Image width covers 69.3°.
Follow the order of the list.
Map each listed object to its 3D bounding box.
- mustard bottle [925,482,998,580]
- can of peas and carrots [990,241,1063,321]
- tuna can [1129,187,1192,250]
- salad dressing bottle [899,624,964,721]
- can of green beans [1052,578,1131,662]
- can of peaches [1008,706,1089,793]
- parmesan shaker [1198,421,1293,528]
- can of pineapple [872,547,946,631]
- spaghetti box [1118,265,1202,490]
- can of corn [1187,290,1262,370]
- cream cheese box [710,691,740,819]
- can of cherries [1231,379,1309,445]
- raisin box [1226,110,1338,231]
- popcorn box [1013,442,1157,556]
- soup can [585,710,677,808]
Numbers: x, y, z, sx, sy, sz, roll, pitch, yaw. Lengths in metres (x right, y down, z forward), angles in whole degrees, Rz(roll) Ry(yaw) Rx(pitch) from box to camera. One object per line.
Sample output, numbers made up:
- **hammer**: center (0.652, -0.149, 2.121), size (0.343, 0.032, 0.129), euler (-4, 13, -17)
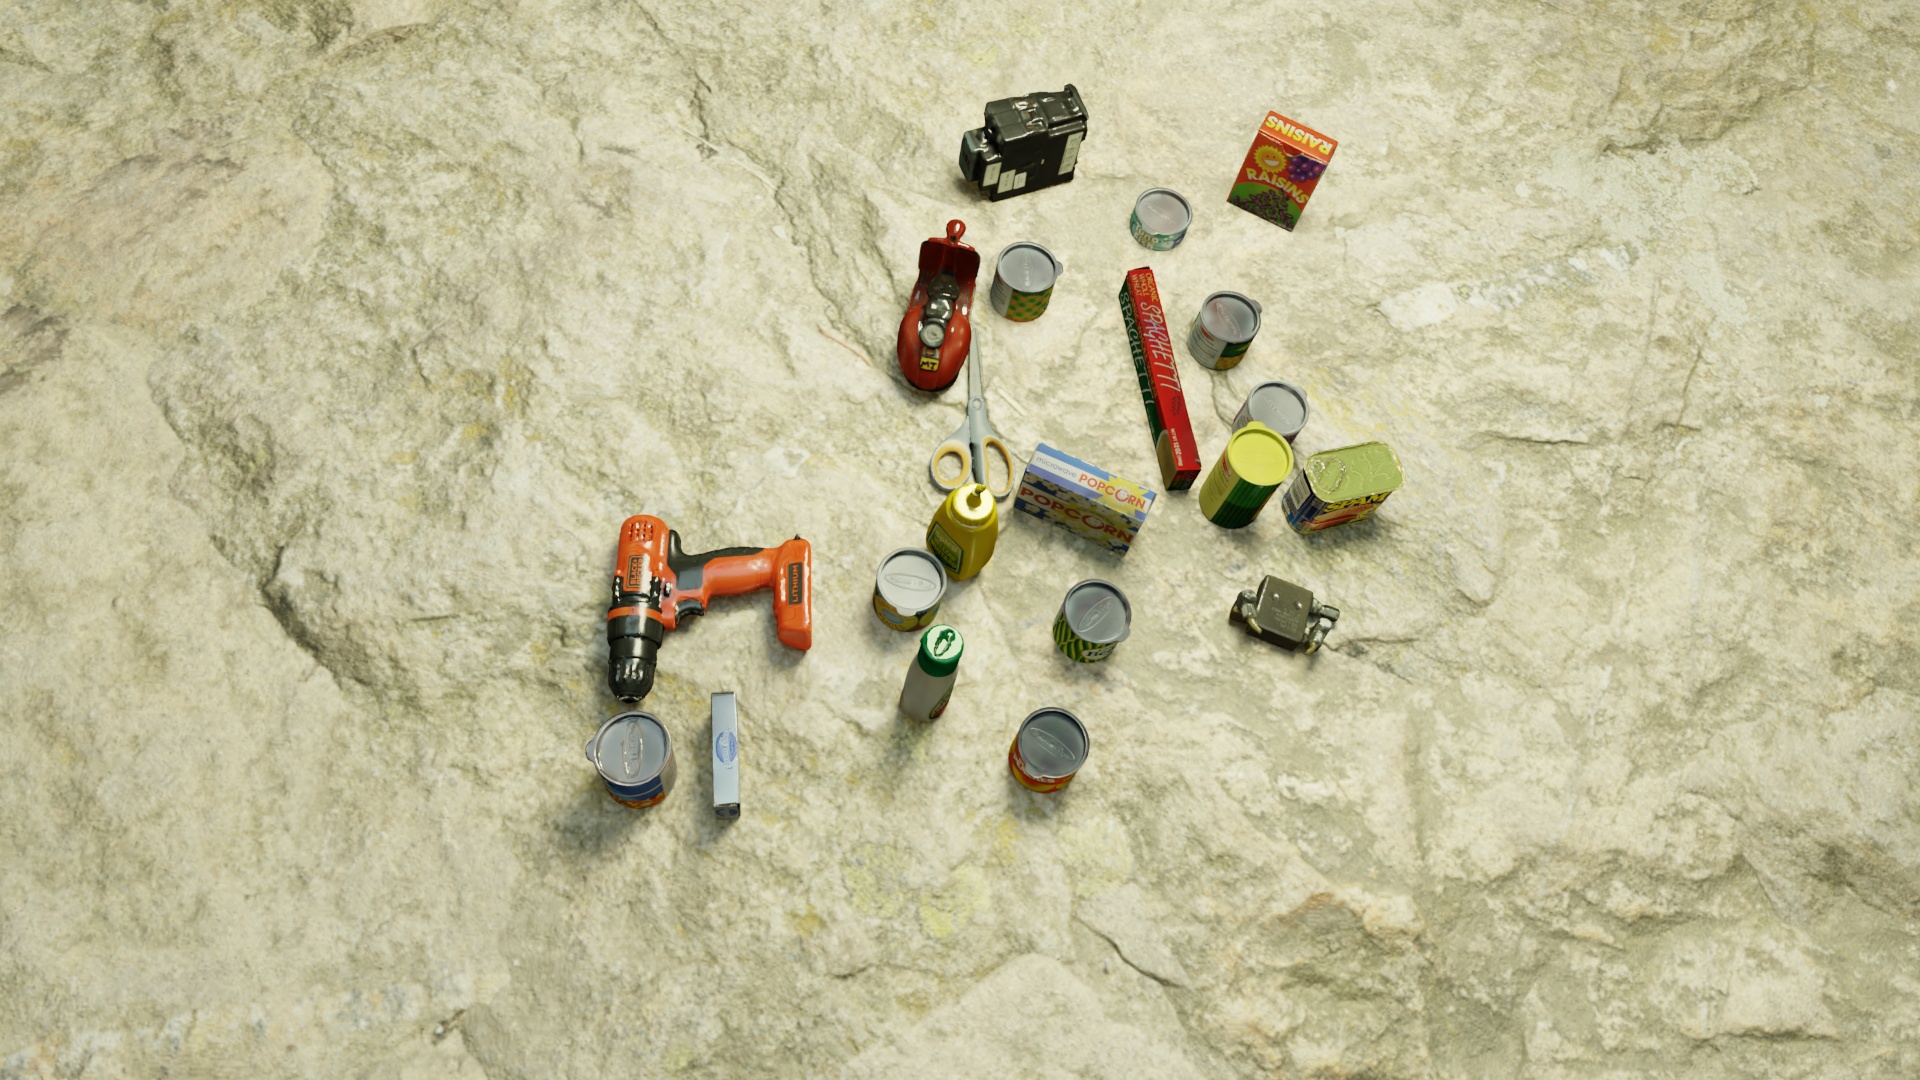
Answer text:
- **mustard bottle**: center (0.005, -0.016, 1.303), size (0.049, 0.159, 0.065), euler (-39, 76, -21)
- **can of peas and carrots**: center (0.070, -0.277, 1.491), size (0.071, 0.058, 0.071), euler (3, 65, -6)
- **tuna can**: center (0.224, -0.360, 1.565), size (0.071, 0.032, 0.071), euler (3, 65, -6)
- **salad dressing bottle**: center (-0.024, 0.118, 1.243), size (0.044, 0.147, 0.064), euler (30, 65, 6)
- **can of green beans**: center (0.125, 0.078, 1.332), size (0.071, 0.057, 0.071), euler (3, 65, -6)
- **can of peaches**: center (0.079, 0.194, 1.270), size (0.071, 0.057, 0.071), euler (3, 65, -6)
- **parmesan shaker**: center (0.285, -0.064, 1.395), size (0.071, 0.102, 0.071), euler (3, 65, -6)
- **can of pineapple**: center (-0.050, 0.049, 1.321), size (0.071, 0.057, 0.071), euler (3, 65, -6)
- **spaghetti box**: center (0.209, -0.173, 1.465), size (0.029, 0.050, 0.251), euler (-5, 66, -10)
- **can of corn**: center (0.285, -0.227, 1.496), size (0.071, 0.058, 0.071), euler (3, 65, -6)
- **cream cheese box**: center (-0.209, 0.192, 1.235), size (0.024, 0.053, 0.104), euler (-2, 65, -9)
- **can of cherries**: center (0.326, -0.127, 1.455), size (0.071, 0.058, 0.072), euler (3, 65, -6)
- **raisin box**: center (0.359, -0.413, 1.558), size (0.086, 0.123, 0.040), euler (28, 65, 6)
- **popcorn box**: center (0.121, -0.040, 1.371), size (0.127, 0.085, 0.038), euler (24, 65, 4)
- **soup can**: center (-0.285, 0.192, 1.207), size (0.071, 0.083, 0.071), euler (3, 65, -6)
